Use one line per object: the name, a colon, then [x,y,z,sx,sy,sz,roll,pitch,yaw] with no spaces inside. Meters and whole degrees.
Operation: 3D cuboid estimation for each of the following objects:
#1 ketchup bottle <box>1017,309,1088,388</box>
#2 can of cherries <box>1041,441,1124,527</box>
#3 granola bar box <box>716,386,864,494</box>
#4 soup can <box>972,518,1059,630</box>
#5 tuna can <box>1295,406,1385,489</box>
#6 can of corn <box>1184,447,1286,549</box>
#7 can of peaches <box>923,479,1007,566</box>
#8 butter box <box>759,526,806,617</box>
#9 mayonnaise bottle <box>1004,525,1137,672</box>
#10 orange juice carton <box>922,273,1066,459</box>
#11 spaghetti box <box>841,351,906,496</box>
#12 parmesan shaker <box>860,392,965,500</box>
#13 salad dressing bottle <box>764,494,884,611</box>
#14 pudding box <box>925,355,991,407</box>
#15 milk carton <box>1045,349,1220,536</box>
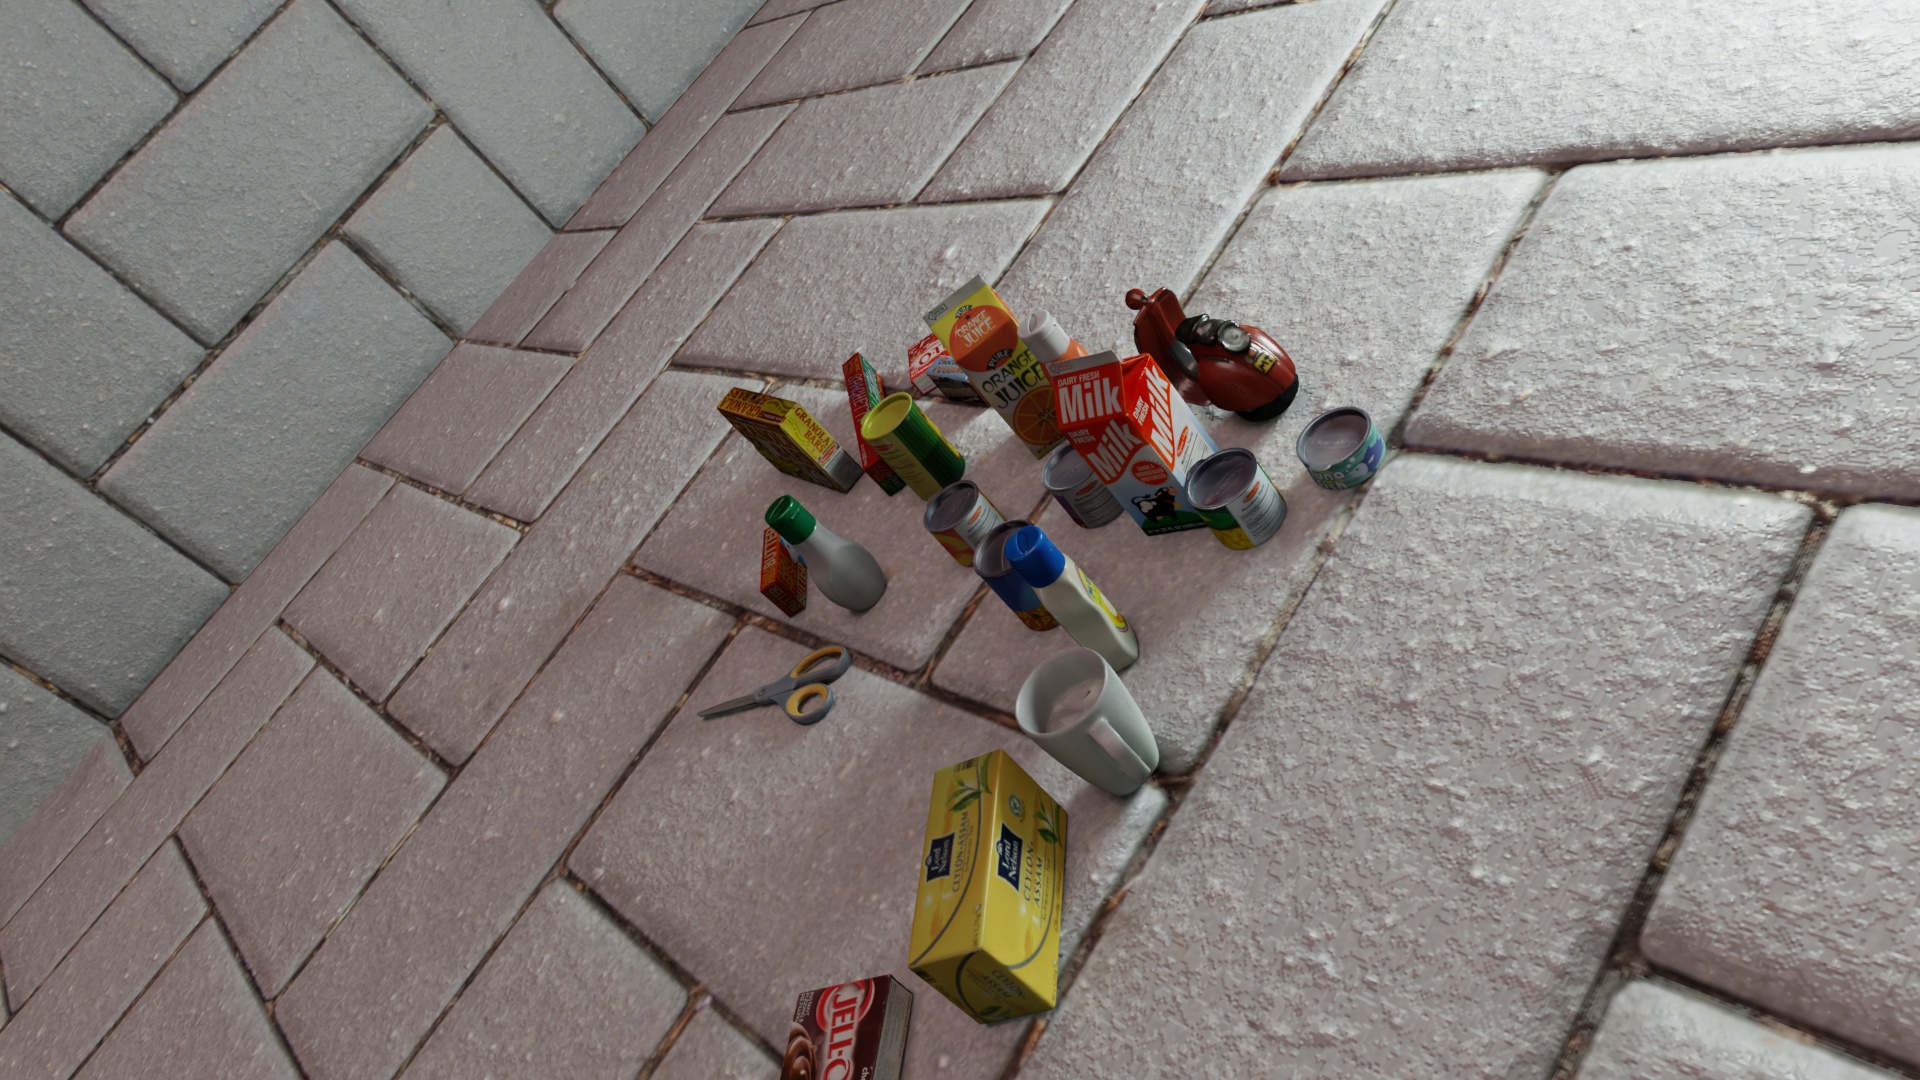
ketchup bottle: [0.110,-0.160,1.345,0.043,0.148,0.065,-25,38,25]
can of cherries: [0.119,-0.056,1.302,0.071,0.058,0.072,-27,37,22]
granola bar box: [-0.203,-0.119,1.638,0.039,0.124,0.165,-52,35,-14]
soup can: [0.063,0.030,1.241,0.071,0.083,0.072,-27,37,22]
tuna can: [0.314,-0.074,1.148,0.071,0.032,0.071,-27,37,22]
can of corn: [0.230,-0.035,1.167,0.071,0.058,0.071,-27,37,22]
can of peaches: [0.005,-0.017,1.376,0.071,0.058,0.071,-27,37,22]
butter box: [-0.194,0.032,1.527,0.024,0.053,0.104,-30,36,19]
mayonnaise bottle: [0.091,0.046,1.138,0.041,0.147,0.065,-34,35,14]
orange juice carton: [0.044,-0.179,1.393,0.071,0.192,0.073,-37,34,9]
spaghetti box: [-0.102,-0.141,1.627,0.028,0.050,0.251,-34,35,13]
parmesan shaker: [-0.051,-0.100,1.483,0.071,0.103,0.072,-27,37,22]
salad dressing bottle: [-0.137,0.012,1.406,0.044,0.147,0.064,6,57,49]
pudding box: [0.004,-0.180,1.563,0.030,0.049,0.084,-53,35,-14]
milk carton: [0.151,-0.093,1.192,0.072,0.190,0.074,-9,46,40]
